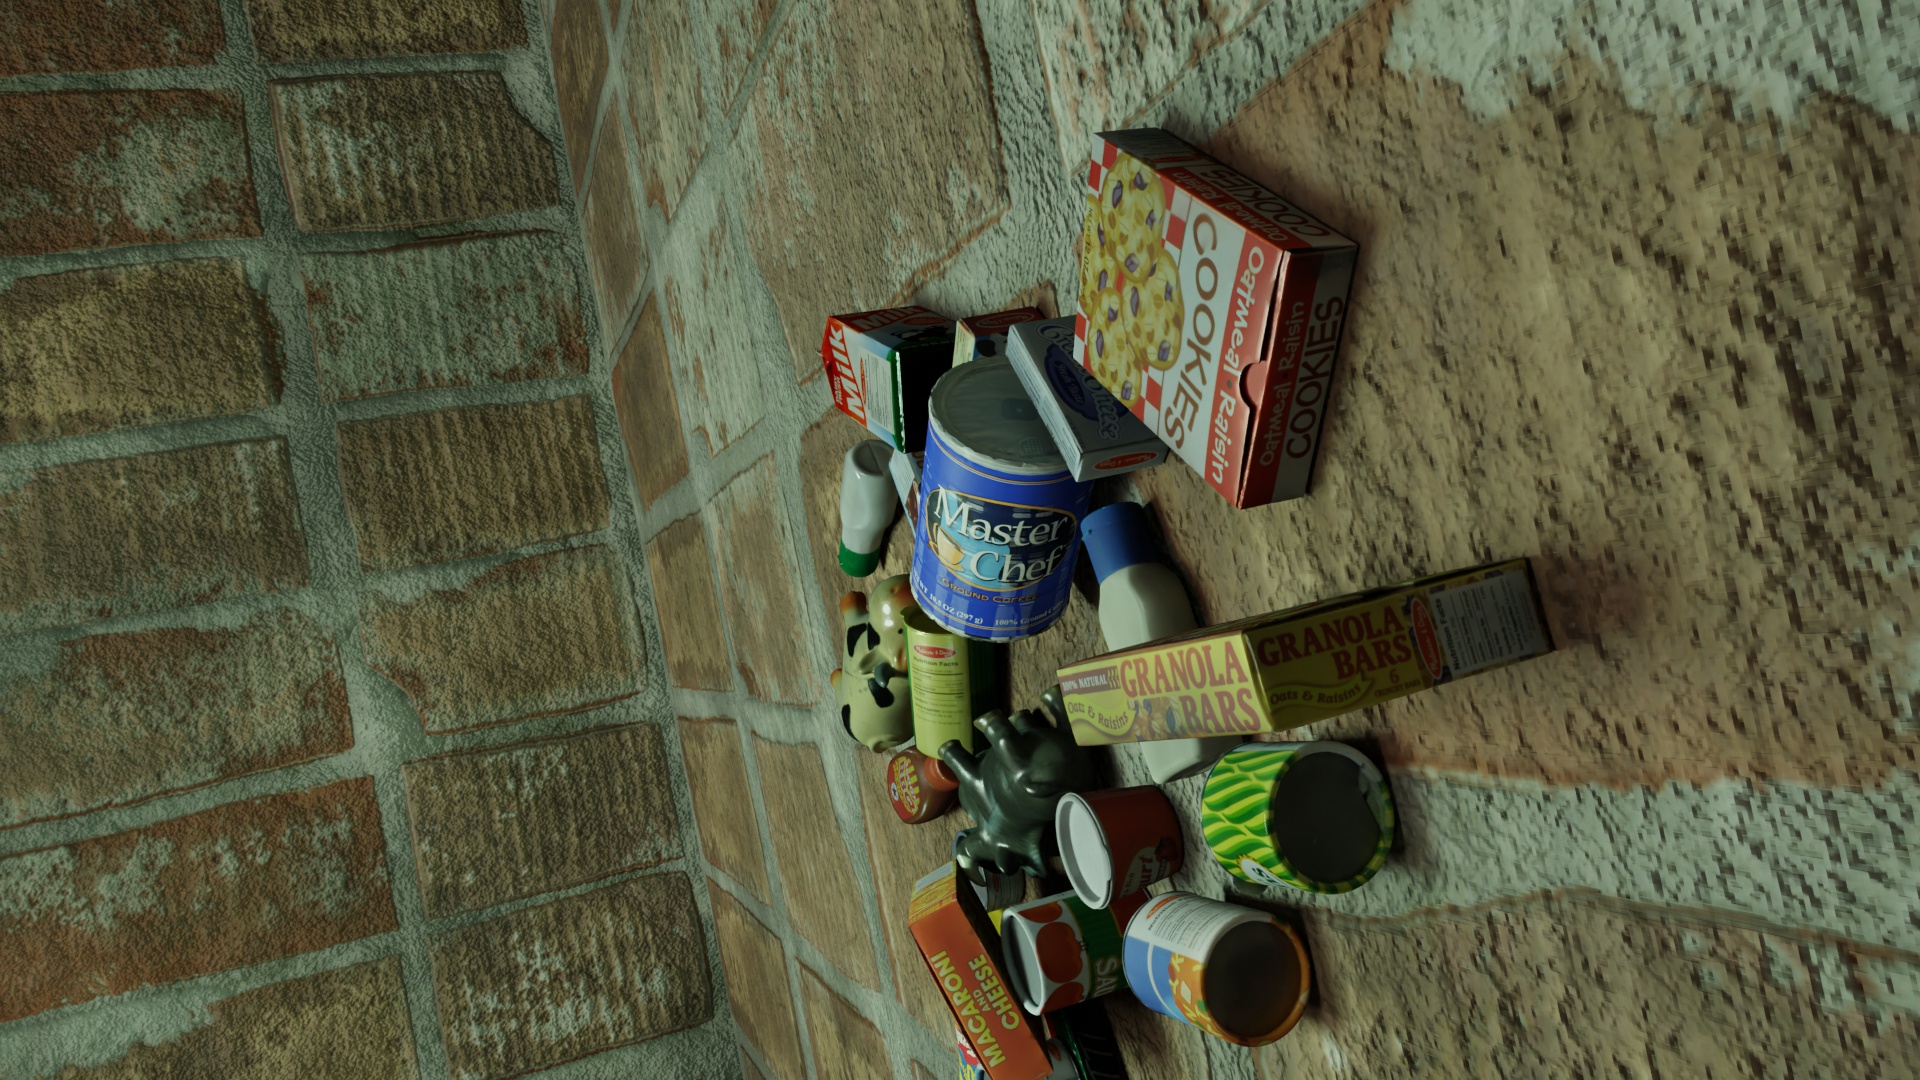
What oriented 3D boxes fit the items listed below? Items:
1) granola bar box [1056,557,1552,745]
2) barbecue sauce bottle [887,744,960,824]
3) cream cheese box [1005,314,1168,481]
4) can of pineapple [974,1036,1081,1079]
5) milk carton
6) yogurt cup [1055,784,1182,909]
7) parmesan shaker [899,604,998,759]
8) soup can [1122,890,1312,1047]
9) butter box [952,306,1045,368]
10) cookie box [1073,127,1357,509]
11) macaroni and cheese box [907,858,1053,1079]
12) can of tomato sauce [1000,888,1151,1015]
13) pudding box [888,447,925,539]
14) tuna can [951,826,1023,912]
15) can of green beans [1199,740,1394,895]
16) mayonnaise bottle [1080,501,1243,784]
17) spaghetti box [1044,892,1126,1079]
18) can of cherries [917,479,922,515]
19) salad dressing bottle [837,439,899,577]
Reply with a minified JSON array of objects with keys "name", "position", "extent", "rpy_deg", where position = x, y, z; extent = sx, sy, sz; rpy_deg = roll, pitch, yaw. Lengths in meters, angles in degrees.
[{"name":"granola bar box","position":[0.128,0.048,0.558],"extent":[0.165,0.124,0.039],"rpy_deg":[152,105,-69]},{"name":"barbecue sauce bottle","position":[-0.022,0.196,1.154],"extent":[0.148,0.044,0.065],"rpy_deg":[133,125,-65]},{"name":"cream cheese box","position":[0.068,-0.081,0.758],"extent":[0.024,0.053,0.104],"rpy_deg":[102,150,-50]},{"name":"can of pineapple","position":[0.048,0.384,0.951],"extent":[0.071,0.058,0.071],"rpy_deg":[170,89,-71]},{"name":"milk carton","position":[-0.044,-0.125,1.011],"extent":[0.191,0.072,0.073],"rpy_deg":[-143,46,-60]},{"name":"yogurt cup","position":[0.094,0.176,0.816],"extent":[0.072,0.054,0.072],"rpy_deg":[170,89,-70]},{"name":"parmesan shaker","position":[-0.008,0.102,1.030],"extent":[0.071,0.071,0.102],"rpy_deg":[-142,44,-61]},{"name":"soup can","position":[0.133,0.222,0.719],"extent":[0.083,0.071,0.071],"rpy_deg":[161,98,-69]},{"name":"butter box","position":[0.021,-0.097,0.877],"extent":[0.103,0.053,0.024],"rpy_deg":[98,150,-42]},{"name":"cookie box","position":[0.109,-0.108,0.650],"extent":[0.168,0.040,0.122],"rpy_deg":[-127,33,-50]},{"name":"macaroni and cheese box","position":[0.011,0.290,0.935],"extent":[0.124,0.040,0.166],"rpy_deg":[60,178,4]},{"name":"can of tomato sauce","position":[0.076,0.251,0.860],"extent":[0.071,0.083,0.071],"rpy_deg":[171,89,-70]},{"name":"pudding box","position":[-0.027,-0.040,1.066],"extent":[0.049,0.030,0.084],"rpy_deg":[113,141,-55]},{"name":"tuna can","position":[0.021,0.254,1.082],"extent":[0.071,0.033,0.071],"rpy_deg":[170,89,-70]},{"name":"can of green beans","position":[0.150,0.123,0.621],"extent":[0.057,0.071,0.071],"rpy_deg":[155,103,-69]},{"name":"mayonnaise bottle","position":[0.104,0.052,0.748],"extent":[0.064,0.041,0.148],"rpy_deg":[125,132,-61]},{"name":"spaghetti box","position":[0.093,0.371,0.955],"extent":[0.050,0.029,0.251],"rpy_deg":[117,138,-61]},{"name":"can of cherries","position":[0.003,-0.012,0.948],"extent":[0.072,0.072,0.058],"rpy_deg":[-135,38,-57]},{"name":"salad dressing bottle","position":[-0.082,-0.024,1.205],"extent":[0.146,0.044,0.064],"rpy_deg":[105,146,-52]}]
